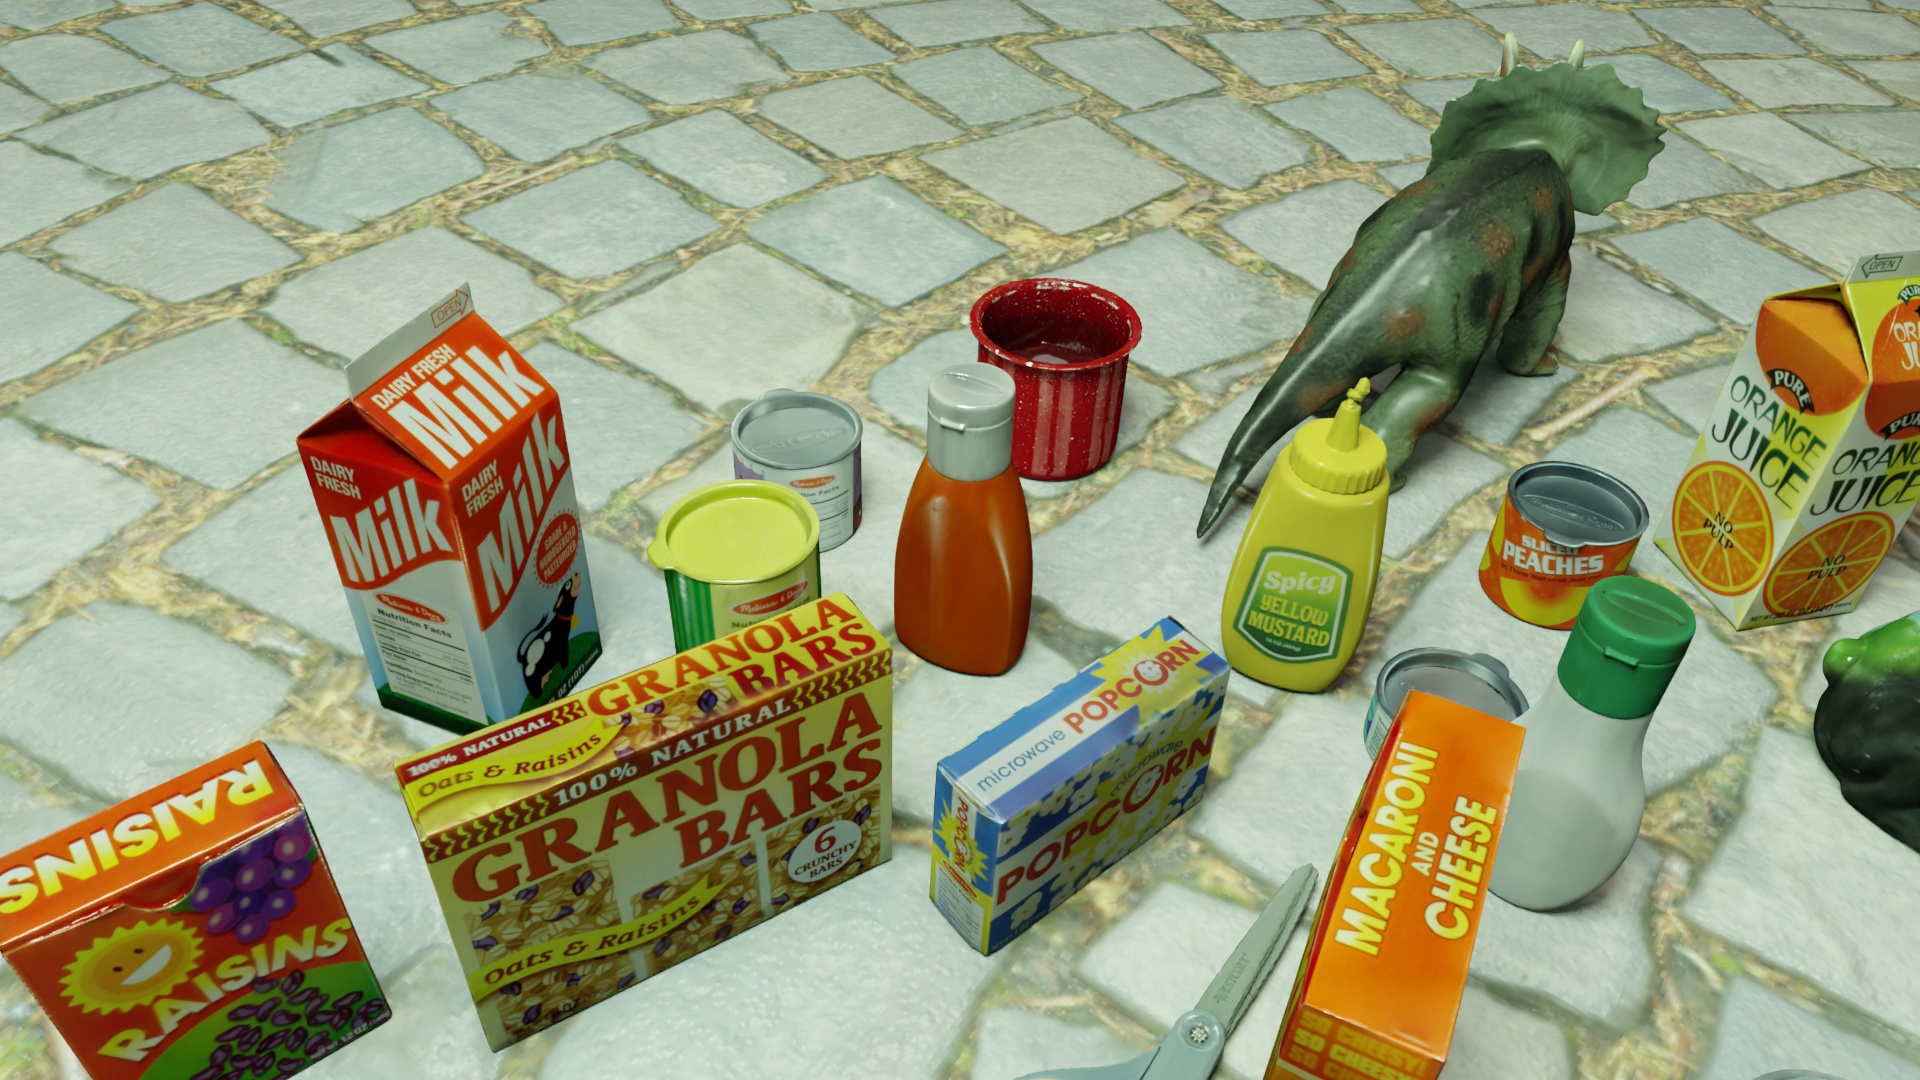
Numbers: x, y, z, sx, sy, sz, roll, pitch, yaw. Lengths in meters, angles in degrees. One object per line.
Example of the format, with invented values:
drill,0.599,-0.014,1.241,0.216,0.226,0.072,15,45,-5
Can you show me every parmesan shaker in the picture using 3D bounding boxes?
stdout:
parmesan shaker,-0.095,0.035,0.598,0.071,0.102,0.072,2,40,-1

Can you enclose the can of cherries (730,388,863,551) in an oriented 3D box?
can of cherries,-0.084,-0.036,0.718,0.071,0.058,0.072,2,40,-1

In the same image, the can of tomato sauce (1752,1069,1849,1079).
can of tomato sauce,0.254,0.214,0.421,0.071,0.082,0.071,2,40,-1

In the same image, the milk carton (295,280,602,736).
milk carton,-0.209,-0.009,0.576,0.073,0.189,0.073,16,42,15

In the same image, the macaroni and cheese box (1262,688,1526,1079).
macaroni and cheese box,0.121,0.146,0.429,0.040,0.165,0.124,19,43,19

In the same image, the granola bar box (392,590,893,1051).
granola bar box,-0.105,0.100,0.504,0.166,0.123,0.039,-21,45,-25

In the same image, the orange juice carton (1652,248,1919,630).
orange juice carton,0.414,-0.054,0.663,0.072,0.191,0.073,-8,41,-12

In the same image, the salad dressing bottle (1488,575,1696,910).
salad dressing bottle,0.235,0.080,0.529,0.064,0.146,0.044,25,45,24

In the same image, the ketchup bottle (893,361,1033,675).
ketchup bottle,0.002,-0.008,0.619,0.065,0.148,0.044,18,43,18

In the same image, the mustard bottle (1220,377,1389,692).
mustard bottle,0.156,-0.003,0.613,0.065,0.159,0.049,15,41,14

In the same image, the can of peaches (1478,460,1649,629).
can of peaches,0.298,0.004,0.692,0.071,0.057,0.071,2,40,-1

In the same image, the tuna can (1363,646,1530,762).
tuna can,0.216,0.080,0.616,0.071,0.032,0.071,2,40,-1

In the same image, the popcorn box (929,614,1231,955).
popcorn box,0.047,0.095,0.548,0.127,0.084,0.038,-28,49,-31

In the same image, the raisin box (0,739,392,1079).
raisin box,-0.248,0.135,0.455,0.086,0.122,0.040,-26,48,-30
